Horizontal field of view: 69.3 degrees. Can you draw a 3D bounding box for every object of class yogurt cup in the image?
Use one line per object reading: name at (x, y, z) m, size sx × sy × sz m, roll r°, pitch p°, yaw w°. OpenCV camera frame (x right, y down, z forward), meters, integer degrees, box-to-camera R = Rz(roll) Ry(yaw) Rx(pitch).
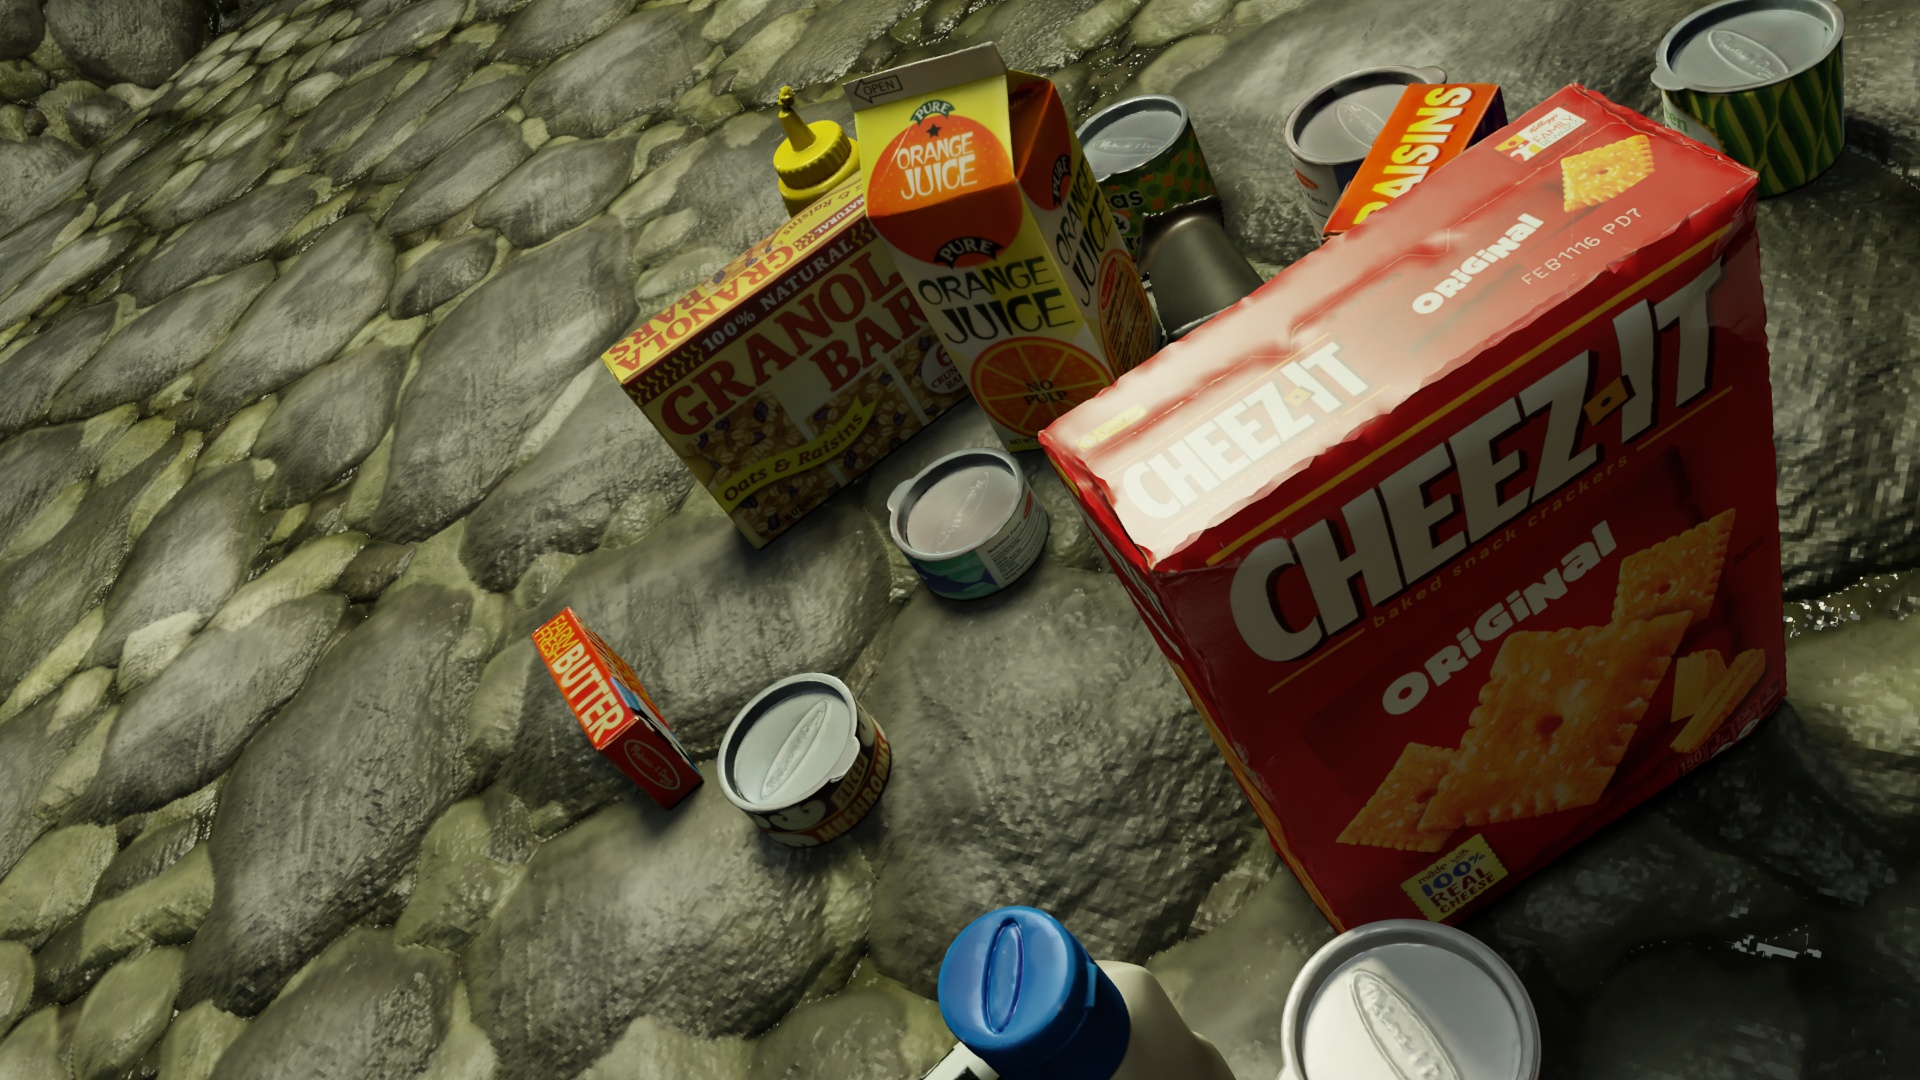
yogurt cup at (0.130, 0.148, 0.389) m, size 0.072 × 0.053 × 0.073 m, roll -17°, pitch 44°, yaw 18°

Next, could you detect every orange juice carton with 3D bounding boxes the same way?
orange juice carton at (0.022, -0.132, 0.618) m, size 0.072 × 0.192 × 0.073 m, roll -6°, pitch 48°, yaw 28°

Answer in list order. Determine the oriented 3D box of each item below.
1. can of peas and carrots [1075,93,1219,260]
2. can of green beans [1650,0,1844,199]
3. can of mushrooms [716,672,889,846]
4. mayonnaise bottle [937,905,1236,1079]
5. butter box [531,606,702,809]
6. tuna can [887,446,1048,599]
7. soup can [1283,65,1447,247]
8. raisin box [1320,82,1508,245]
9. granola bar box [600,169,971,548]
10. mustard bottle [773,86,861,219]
can of peas and carrots at (0.095, -0.188, 0.726) m, size 0.071 × 0.058 × 0.071 m, roll -17°, pitch 44°, yaw 18°
can of green beans at (0.329, -0.184, 0.578) m, size 0.071 × 0.057 × 0.071 m, roll -17°, pitch 44°, yaw 18°
can of mushrooms at (-0.063, 0.092, 0.579) m, size 0.071 × 0.033 × 0.071 m, roll -17°, pitch 44°, yaw 18°
mayonnaise bottle at (0.041, 0.147, 0.375) m, size 0.041 × 0.147 × 0.065 m, roll -12°, pitch 46°, yaw 23°
butter box at (-0.160, 0.076, 0.640) m, size 0.024 × 0.053 × 0.104 m, roll -41°, pitch 42°, yaw -8°
tuna can at (0.002, -0.008, 0.633) m, size 0.071 × 0.032 × 0.071 m, roll -17°, pitch 44°, yaw 18°
soup can at (0.190, -0.158, 0.620) m, size 0.071 × 0.083 × 0.072 m, roll -17°, pitch 44°, yaw 18°
raisin box at (0.187, -0.100, 0.537) m, size 0.040 × 0.123 × 0.086 m, roll 13°, pitch 59°, yaw 40°
granola bar box at (-0.071, -0.090, 0.688) m, size 0.166 × 0.123 × 0.039 m, roll -37°, pitch 41°, yaw -4°
mustard bottle at (-0.058, -0.167, 0.726) m, size 0.065 × 0.159 × 0.049 m, roll 16°, pitch 61°, yaw 41°
